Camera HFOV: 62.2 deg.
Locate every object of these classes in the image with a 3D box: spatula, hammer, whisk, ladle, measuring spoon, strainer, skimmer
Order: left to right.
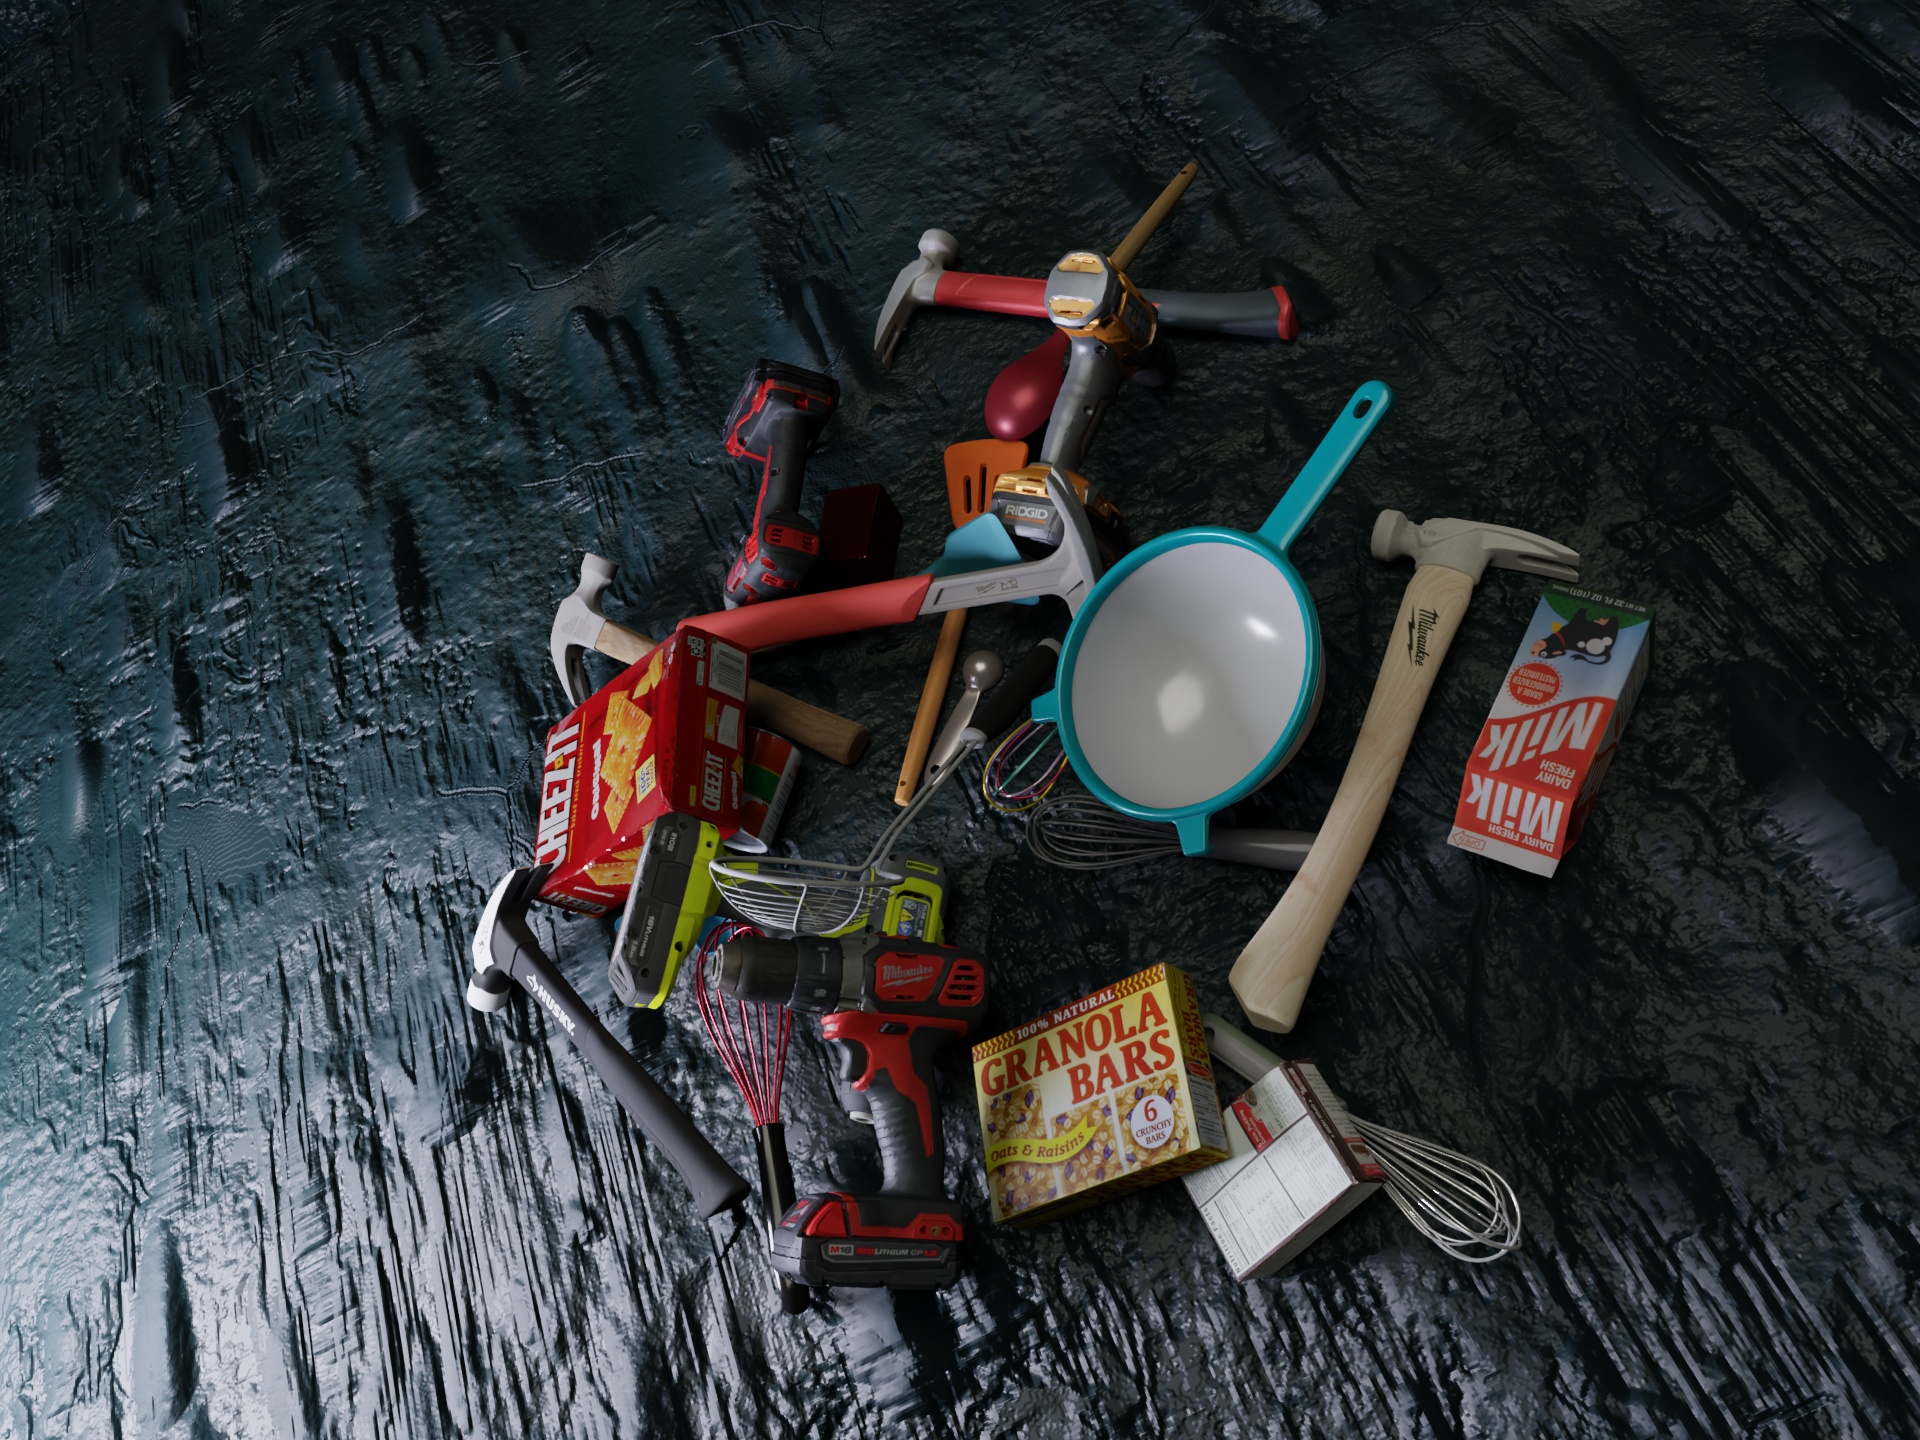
[{"bbox_3d":[-0.263,0.243,1.180,0.335,0.035,0.146,38,119,33],"label":"hammer"},{"bbox_3d":[-0.223,0.166,1.266,0.129,0.021,0.042,-2,65,32],"label":"measuring spoon"},{"bbox_3d":[-0.220,-0.033,1.349,0.331,0.031,0.130,23,91,27],"label":"hammer"},{"bbox_3d":[-0.142,0.274,1.143,0.073,0.073,0.296,-20,62,12],"label":"whisk"},{"bbox_3d":[-0.081,-0.091,1.299,0.317,0.082,0.044,-18,23,28],"label":"spatula"},{"bbox_3d":[-0.065,-0.098,1.238,0.359,0.149,0.037,-7,30,23],"label":"hammer"},{"bbox_3d":[-0.031,0.026,1.131,0.127,0.090,0.363,5,39,38],"label":"skimmer"},{"bbox_3d":[-0.010,-0.084,1.295,0.081,0.041,0.323,3,65,29],"label":"spatula"},{"bbox_3d":[-0.002,-0.004,1.261,0.034,0.018,0.124,15,70,29],"label":"measuring spoon"},{"bbox_3d":[0.105,-0.356,1.400,0.386,0.038,0.143,14,70,29],"label":"hammer"},{"bbox_3d":[0.117,-0.365,1.359,0.069,0.031,0.315,25,71,33],"label":"ladle"},{"bbox_3d":[0.107,-0.023,1.217,0.047,0.051,0.245,41,79,14],"label":"whisk"},{"bbox_3d":[0.161,0.087,1.125,0.239,0.055,0.055,4,64,20],"label":"whisk"},{"bbox_3d":[0.212,-0.076,1.117,0.211,0.095,0.340,43,103,41],"label":"strainer"},{"bbox_3d":[0.241,0.255,0.998,0.247,0.059,0.058,31,106,37],"label":"whisk"},{"bbox_3d":[0.292,0.028,1.082,0.146,0.038,0.411,15,64,28],"label":"hammer"}]

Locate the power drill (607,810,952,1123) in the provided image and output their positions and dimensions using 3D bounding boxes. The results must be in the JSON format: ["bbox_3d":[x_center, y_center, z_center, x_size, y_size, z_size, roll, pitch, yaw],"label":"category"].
[{"bbox_3d":[-0.125,0.170,1.125,0.228,0.080,0.191,17,65,-13],"label":"power drill"}]

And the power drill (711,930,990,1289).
[{"bbox_3d":[-0.077,0.250,1.045,0.187,0.080,0.227,9,73,-18],"label":"power drill"}]

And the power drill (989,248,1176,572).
[{"bbox_3d":[0.109,-0.237,1.275,0.084,0.185,0.226,12,87,28],"label":"power drill"}]

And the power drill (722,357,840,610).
[{"bbox_3d":[-0.163,-0.188,1.373,0.078,0.143,0.220,12,60,-21],"label":"power drill"}]
